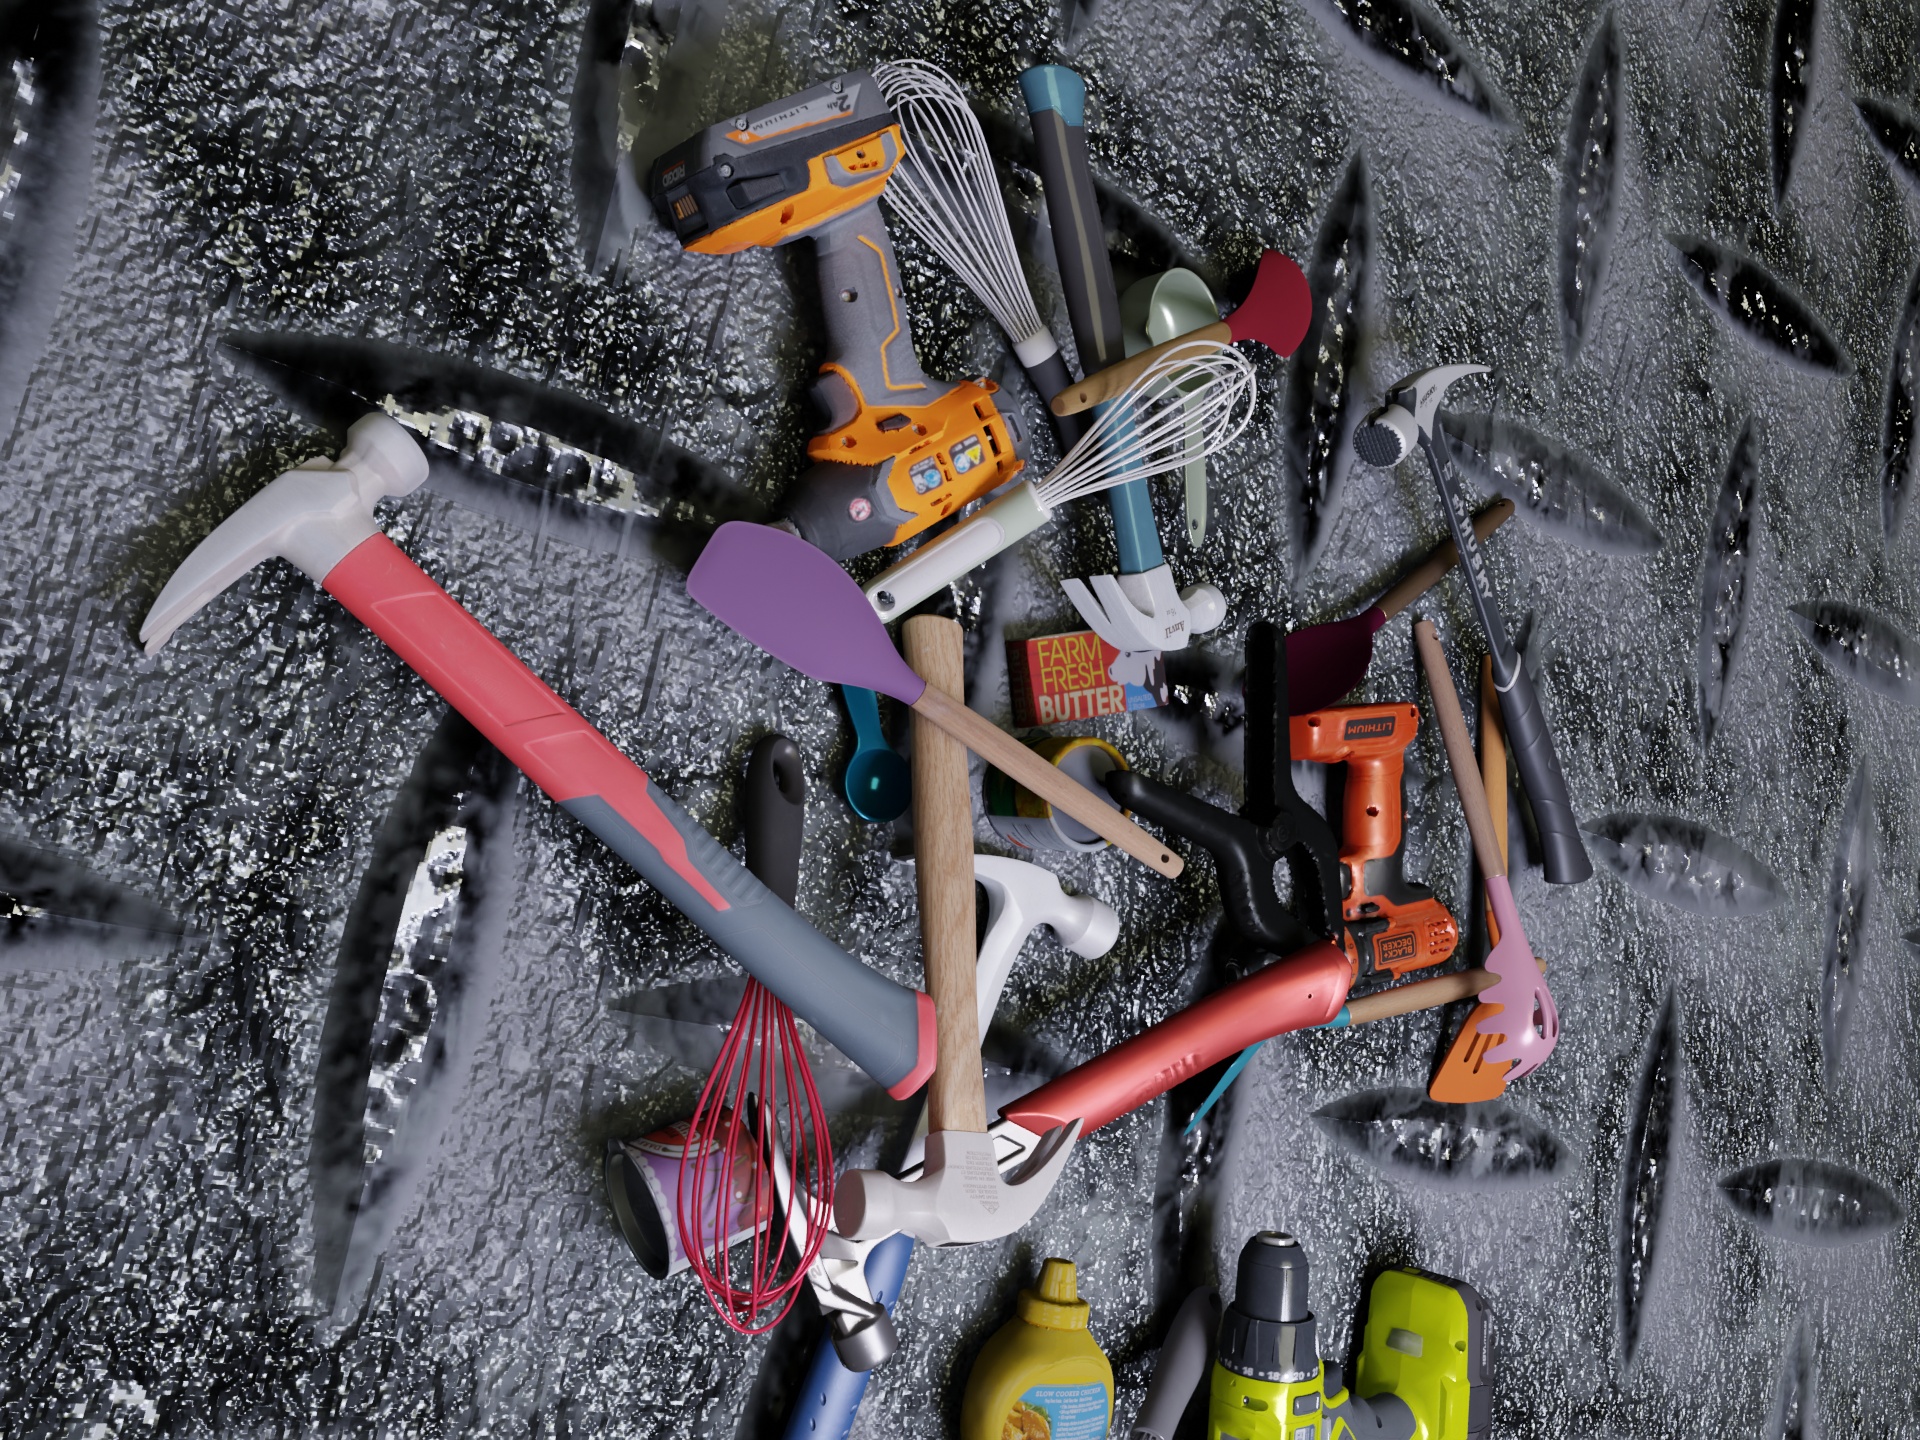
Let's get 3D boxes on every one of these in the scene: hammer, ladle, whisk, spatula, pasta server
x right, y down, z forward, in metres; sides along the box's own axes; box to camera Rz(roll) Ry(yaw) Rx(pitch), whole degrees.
[{"bbox_3d":[-0.005,0.097,0.816,0.130,0.031,0.332,14,60,-32],"label":"hammer"},{"bbox_3d":[0.375,-0.055,1.105,0.149,0.036,0.408,-44,118,-39],"label":"hammer"},{"bbox_3d":[0.139,-0.222,0.930,0.315,0.031,0.069,-34,114,-47],"label":"ladle"},{"bbox_3d":[-0.093,0.137,0.762,0.073,0.073,0.296,20,54,-32],"label":"whisk"},{"bbox_3d":[0.110,0.410,0.900,0.055,0.055,0.239,65,34,-15],"label":"whisk"},{"bbox_3d":[-0.001,-0.003,0.833,0.315,0.018,0.060,35,76,-19],"label":"spatula"},{"bbox_3d":[0.048,-0.121,0.840,0.246,0.059,0.057,-31,104,12],"label":"whisk"},{"bbox_3d":[0.065,0.196,0.862,0.359,0.037,0.149,-23,96,-24],"label":"hammer"},{"bbox_3d":[0.377,0.113,1.147,0.081,0.041,0.323,7,81,-33],"label":"spatula"},{"bbox_3d":[0.351,0.083,1.085,0.060,0.040,0.316,2,70,-39],"label":"pasta server"},{"bbox_3d":[0.275,0.198,1.042,0.317,0.082,0.044,-8,49,-28],"label":"spatula"},{"bbox_3d":[-0.037,0.261,0.856,0.144,0.035,0.406,31,72,-30],"label":"hammer"},{"bbox_3d":[0.026,-0.241,0.904,0.070,0.070,0.284,-46,118,-26],"label":"whisk"},{"bbox_3d":[-0.168,0.042,0.703,0.386,0.038,0.143,43,65,-4],"label":"hammer"},{"bbox_3d":[0.082,-0.198,0.901,0.128,0.033,0.331,-25,106,-50],"label":"hammer"}]

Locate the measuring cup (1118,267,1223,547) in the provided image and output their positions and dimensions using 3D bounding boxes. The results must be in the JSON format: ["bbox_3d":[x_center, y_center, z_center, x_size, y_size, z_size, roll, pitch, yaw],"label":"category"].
[{"bbox_3d":[0.127,-0.189,0.975,0.083,0.038,0.167,-12,100,-46],"label":"measuring cup"}]

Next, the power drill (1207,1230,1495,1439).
[{"bbox_3d":[0.240,0.410,0.992,0.228,0.080,0.190,9,84,-41],"label":"power drill"}]

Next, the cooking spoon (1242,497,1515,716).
[{"bbox_3d":[0.298,-0.082,1.086,0.319,0.069,0.017,-36,135,-34],"label":"cooking spoon"}]

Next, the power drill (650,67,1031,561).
[{"bbox_3d":[-0.069,-0.197,0.821,0.164,0.084,0.226,-34,110,-28],"label":"power drill"}]

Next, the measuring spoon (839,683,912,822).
[{"bbox_3d":[-0.058,-0.007,0.864,0.042,0.021,0.128,-10,85,-33],"label":"measuring spoon"}]
